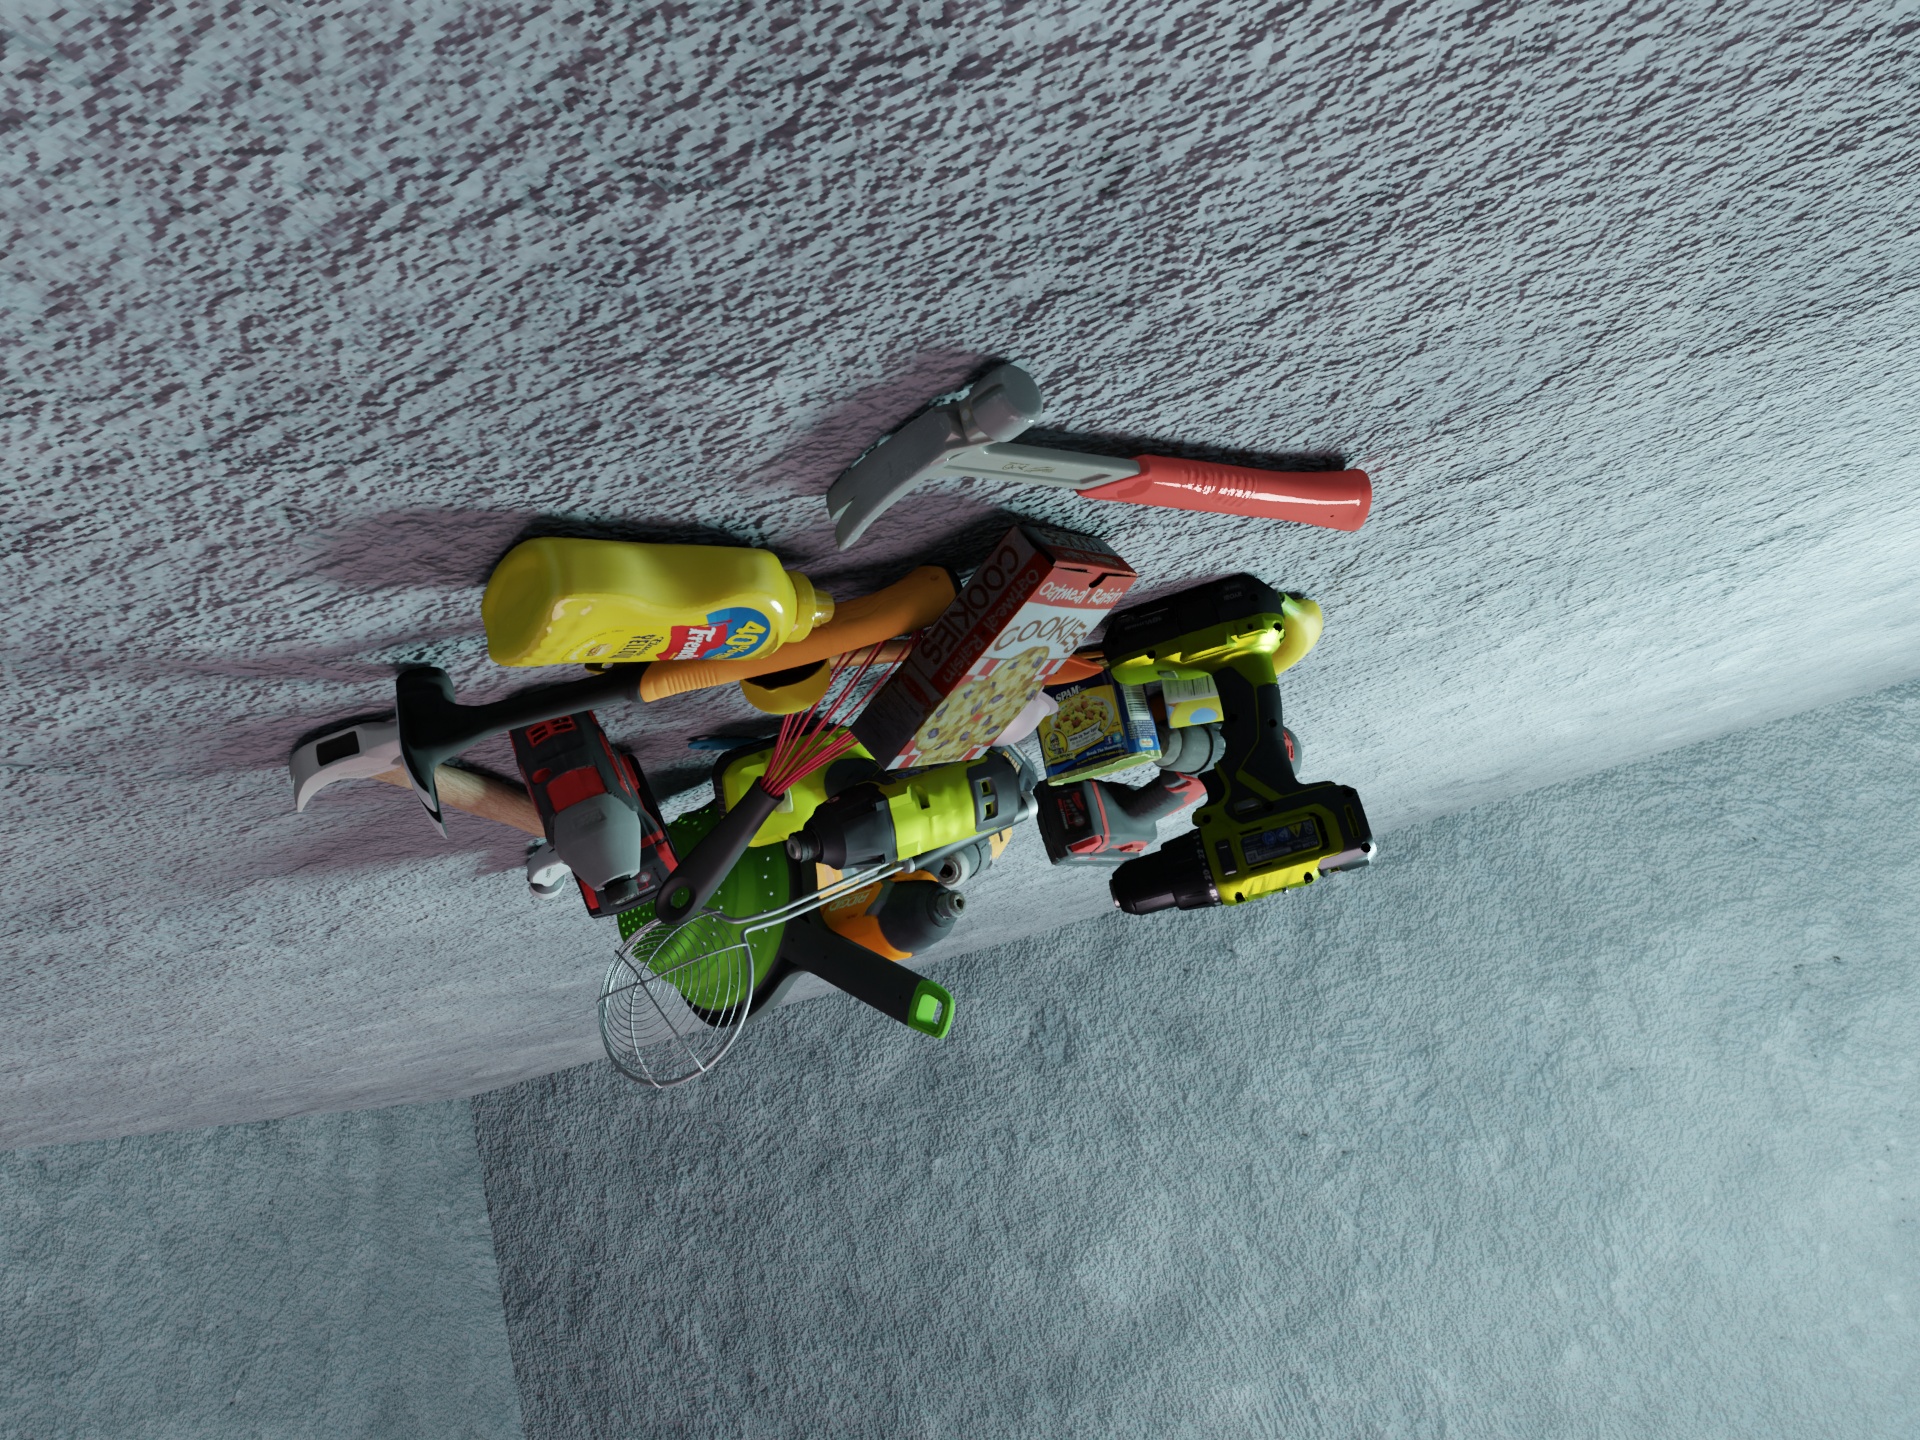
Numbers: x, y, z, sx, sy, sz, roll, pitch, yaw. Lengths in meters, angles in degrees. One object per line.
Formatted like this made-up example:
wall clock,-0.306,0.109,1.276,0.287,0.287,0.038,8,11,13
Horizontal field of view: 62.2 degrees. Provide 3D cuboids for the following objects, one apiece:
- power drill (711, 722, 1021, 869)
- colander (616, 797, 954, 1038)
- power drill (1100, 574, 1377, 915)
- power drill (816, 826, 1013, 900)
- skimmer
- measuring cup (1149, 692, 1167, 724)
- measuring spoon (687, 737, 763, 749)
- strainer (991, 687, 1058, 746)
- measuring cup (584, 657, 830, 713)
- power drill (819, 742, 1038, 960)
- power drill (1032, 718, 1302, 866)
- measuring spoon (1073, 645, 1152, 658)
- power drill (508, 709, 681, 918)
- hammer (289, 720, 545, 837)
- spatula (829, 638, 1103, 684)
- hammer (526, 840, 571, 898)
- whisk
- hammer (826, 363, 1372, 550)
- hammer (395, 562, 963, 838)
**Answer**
power drill,-0.086,0.058,1.163,0.171,0.080,0.223,-16,-168,-31
colander,-0.162,0.164,1.244,0.094,0.204,0.397,14,-178,-44
power drill,0.183,0.025,1.175,0.190,0.229,0.080,-17,166,11
power drill,-0.069,0.140,1.573,0.226,0.084,0.185,-13,-172,14
skimmer,-0.094,0.146,1.167,0.363,0.127,0.090,-22,135,-30
measuring cup,0.184,-0.005,1.438,0.095,0.052,0.173,-23,160,34
measuring spoon,-0.167,0.027,1.269,0.042,0.021,0.128,-24,164,35
strainer,-0.002,-0.004,1.183,0.086,0.050,0.258,16,172,-22
measuring cup,-0.155,-0.027,0.978,0.156,0.062,0.029,-1,130,12
power drill,-0.022,0.103,1.304,0.164,0.084,0.227,-20,-150,45
power drill,0.167,0.056,1.407,0.187,0.080,0.226,6,153,-46
measuring spoon,0.129,-0.059,1.255,0.117,0.011,0.021,-9,-177,-7
power drill,-0.251,0.070,1.105,0.078,0.143,0.219,-24,170,-10
hammer,-0.363,0.050,1.146,0.130,0.031,0.331,-16,166,5
spatula,-0.055,-0.038,1.086,0.322,0.041,0.081,-5,175,-28
hammer,-0.200,0.101,1.505,0.409,0.036,0.149,-9,164,-21
whisk,-0.114,0.030,1.043,0.295,0.073,0.073,-50,152,19
hammer,0.104,-0.130,0.893,0.359,0.037,0.149,-1,161,-41
hammer,-0.155,-0.028,0.926,0.337,0.127,0.034,-17,130,-12
